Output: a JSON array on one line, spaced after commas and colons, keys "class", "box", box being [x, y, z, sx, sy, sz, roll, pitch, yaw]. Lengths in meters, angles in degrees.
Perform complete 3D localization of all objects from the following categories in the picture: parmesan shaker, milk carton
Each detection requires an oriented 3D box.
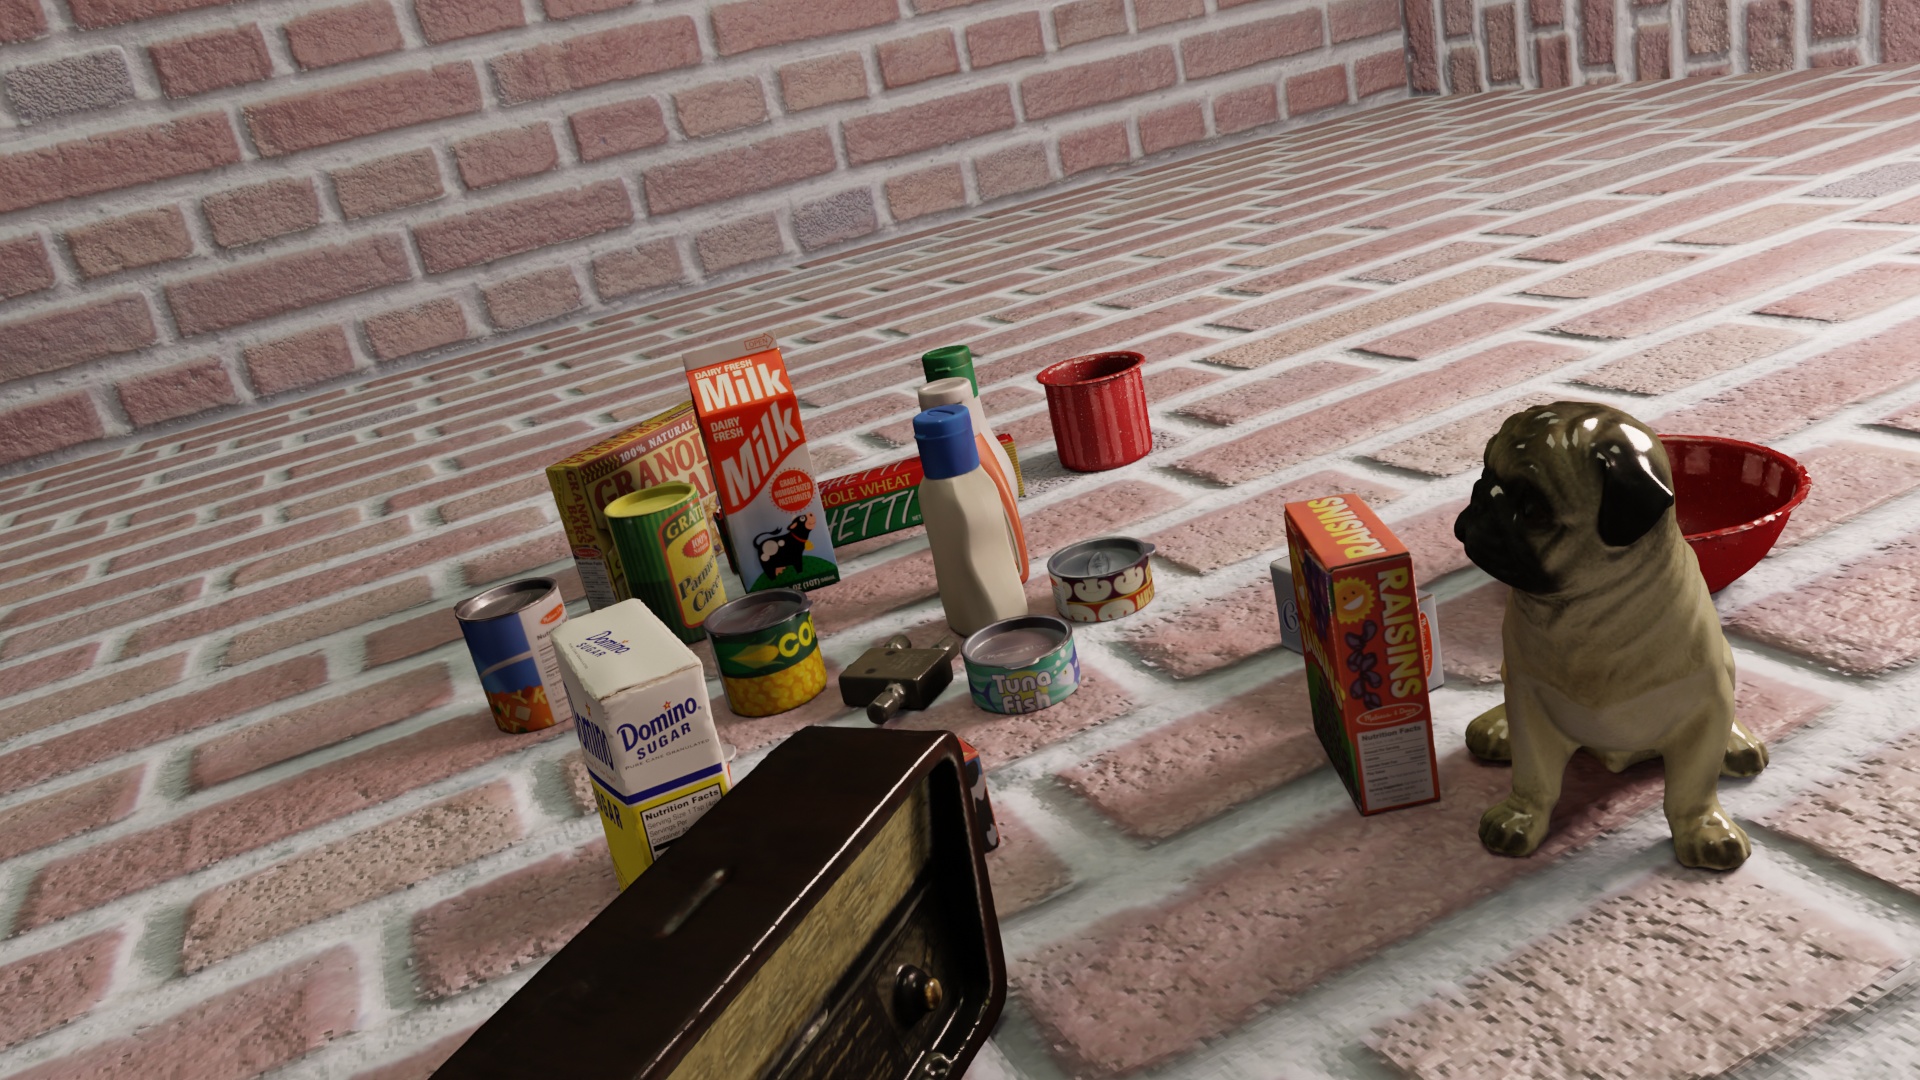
[{"class": "parmesan shaker", "box": [-0.208, 0.017, 1.000, 0.071, 0.102, 0.071, -11, 19, 4]}, {"class": "milk carton", "box": [-0.150, -0.056, 1.035, 0.072, 0.189, 0.073, -16, 20, -11]}]

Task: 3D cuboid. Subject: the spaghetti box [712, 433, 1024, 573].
[{"class": "spaghetti box", "box": [-0.072, -0.031, 1.126, 0.250, 0.050, 0.029, -15, 19, -8]}]

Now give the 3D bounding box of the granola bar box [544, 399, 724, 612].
[{"class": "granola bar box", "box": [-0.245, -0.031, 1.121, 0.039, 0.123, 0.166, 0, 23, 33]}]

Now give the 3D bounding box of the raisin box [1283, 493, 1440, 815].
[{"class": "raisin box", "box": [0.183, 0.050, 0.641, 0.040, 0.123, 0.086, -11, 19, 4]}]

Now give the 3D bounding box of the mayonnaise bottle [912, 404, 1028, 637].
[{"class": "mayonnaise bottle", "box": [0.003, -0.011, 0.881, 0.041, 0.147, 0.065, -24, 22, -30]}]

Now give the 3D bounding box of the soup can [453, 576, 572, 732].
[{"class": "soup can", "box": [-0.289, 0.075, 0.917, 0.071, 0.083, 0.071, -11, 19, 4]}]

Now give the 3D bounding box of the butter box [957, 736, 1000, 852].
[{"class": "butter box", "box": [-0.034, 0.136, 0.642, 0.104, 0.053, 0.024, -21, 21, -22]}]

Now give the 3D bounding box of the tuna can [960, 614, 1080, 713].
[{"class": "tuna can", "box": [0.036, 0.072, 0.804, 0.071, 0.032, 0.071, -11, 20, 4]}]

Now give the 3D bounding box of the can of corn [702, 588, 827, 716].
[{"class": "can of corn", "box": [-0.119, 0.069, 0.868, 0.071, 0.058, 0.071, -11, 19, 4]}]

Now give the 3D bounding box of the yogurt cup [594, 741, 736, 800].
[{"class": "yogurt cup", "box": [-0.144, 0.138, 0.701, 0.072, 0.053, 0.072, -11, 19, 4]}]

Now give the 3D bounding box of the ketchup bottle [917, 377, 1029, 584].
[{"class": "ketchup bottle", "box": [0.003, -0.036, 0.947, 0.065, 0.148, 0.043, -14, 19, -4]}]

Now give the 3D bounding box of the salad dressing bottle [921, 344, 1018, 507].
[{"class": "salad dressing bottle", "box": [0.004, -0.073, 1.049, 0.064, 0.147, 0.044, -7, 20, 16]}]

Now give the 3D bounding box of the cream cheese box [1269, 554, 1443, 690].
[{"class": "cream cheese box", "box": [0.210, 0.044, 0.746, 0.024, 0.053, 0.104, -21, 21, -22]}]

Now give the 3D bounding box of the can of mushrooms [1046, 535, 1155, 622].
[{"class": "can of mushrooms", "box": [0.094, 0.024, 0.899, 0.071, 0.033, 0.071, -11, 20, 4]}]
